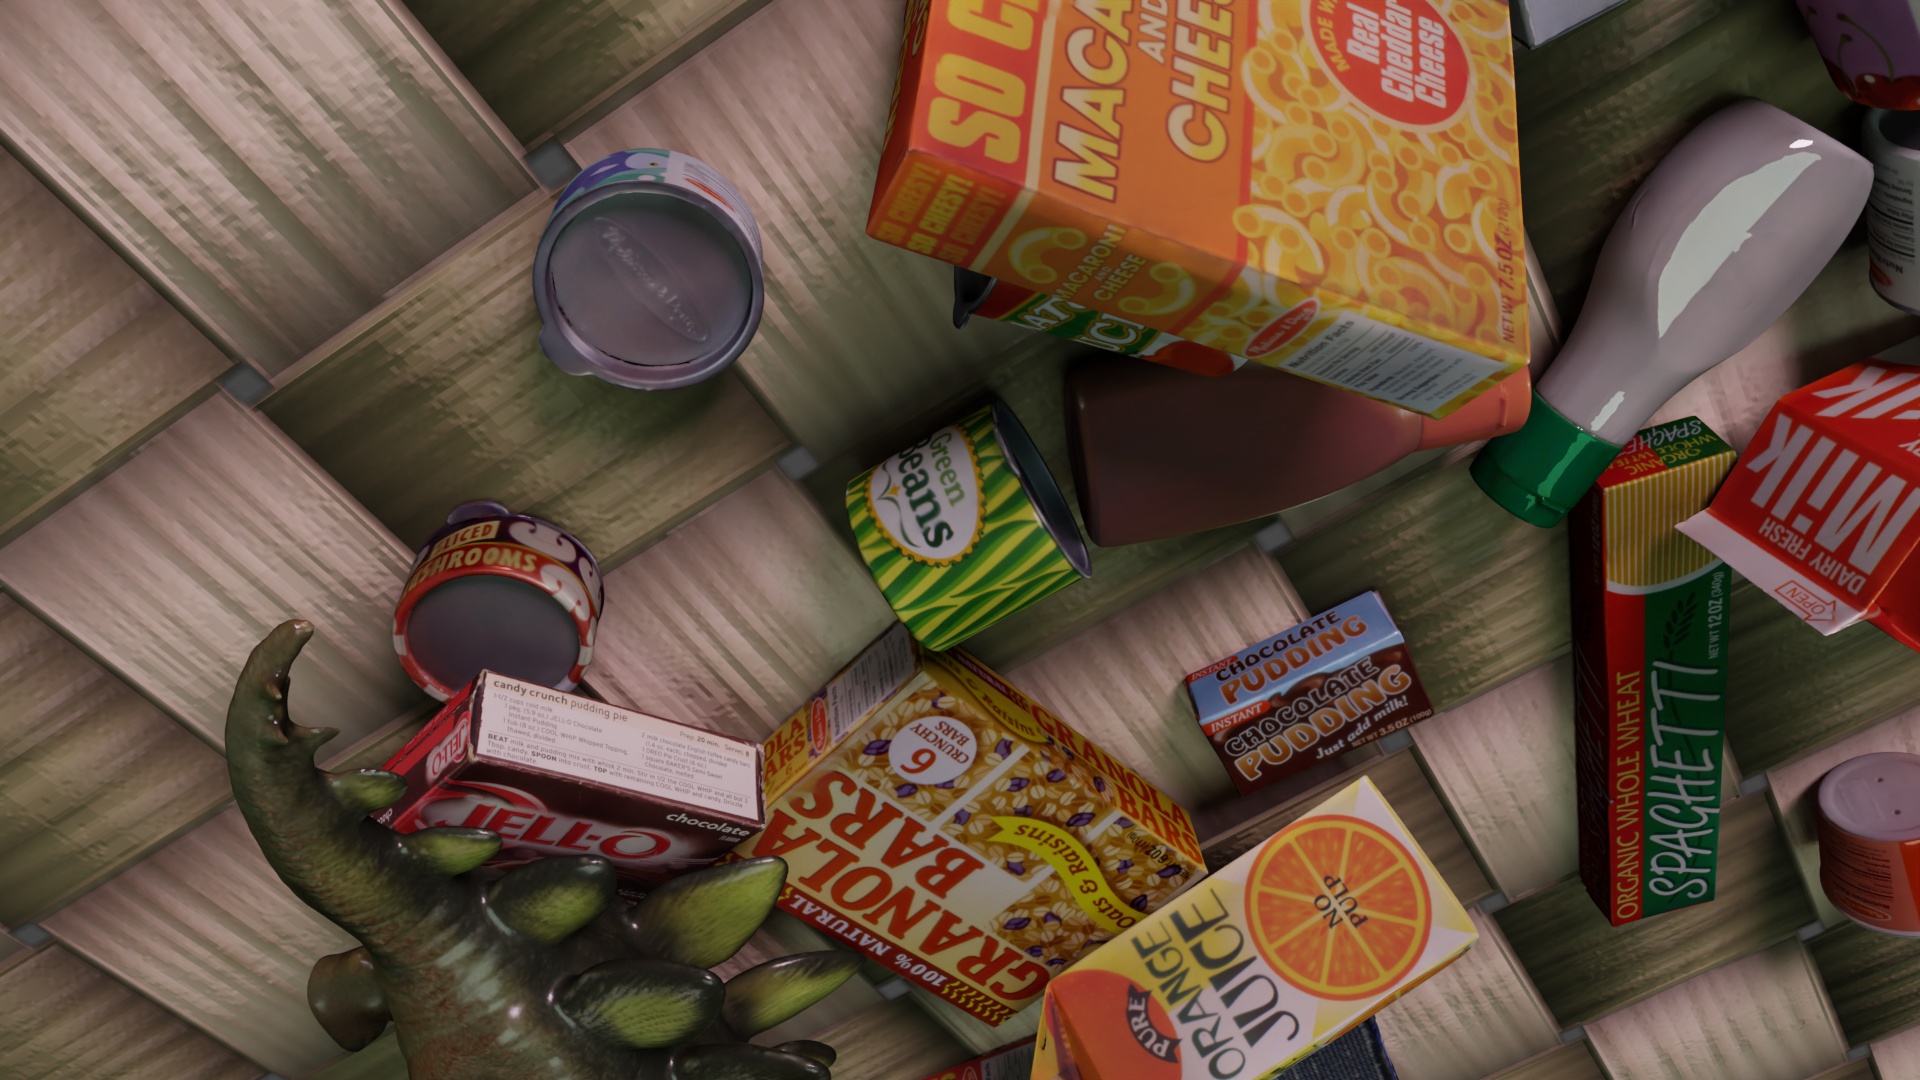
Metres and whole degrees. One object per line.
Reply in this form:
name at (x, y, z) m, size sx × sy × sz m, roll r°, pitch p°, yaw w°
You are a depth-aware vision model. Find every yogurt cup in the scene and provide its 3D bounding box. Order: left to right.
yogurt cup at (0.408, 0.129, 0.604) m, size 0.072 × 0.073 × 0.053 m, roll -25°, pitch 115°, yaw 9°

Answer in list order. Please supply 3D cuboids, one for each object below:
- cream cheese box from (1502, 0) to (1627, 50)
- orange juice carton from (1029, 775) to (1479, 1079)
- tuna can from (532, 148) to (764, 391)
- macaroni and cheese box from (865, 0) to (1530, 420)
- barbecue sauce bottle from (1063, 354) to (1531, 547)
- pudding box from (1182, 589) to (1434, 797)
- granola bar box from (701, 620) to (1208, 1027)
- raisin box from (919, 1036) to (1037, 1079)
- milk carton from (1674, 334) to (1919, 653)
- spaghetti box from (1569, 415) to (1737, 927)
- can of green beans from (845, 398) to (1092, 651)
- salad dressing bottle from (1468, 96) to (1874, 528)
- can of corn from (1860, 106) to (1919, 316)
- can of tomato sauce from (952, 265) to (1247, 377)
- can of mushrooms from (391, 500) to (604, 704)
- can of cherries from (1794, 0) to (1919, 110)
cream cheese box at (0.165, -0.195, 0.381) m, size 0.053 × 0.024 × 0.103 m, roll -26°, pitch 123°, yaw 10°
orange juice carton at (0.105, 0.182, 0.558) m, size 0.192 × 0.073 × 0.071 m, roll -34°, pitch 154°, yaw 3°
tuna can at (-0.094, -0.080, 0.417) m, size 0.071 × 0.033 × 0.070 m, roll -4°, pitch 123°, yaw -5°
macaroni and cheese box at (0.066, -0.112, 0.364) m, size 0.166 × 0.124 × 0.040 m, roll 15°, pitch 155°, yaw -16°
barbecue sauce bottle at (0.111, -0.040, 0.464) m, size 0.149 × 0.044 × 0.064 m, roll -11°, pitch 125°, yaw -1°
pudding box at (0.135, 0.060, 0.541) m, size 0.083 × 0.030 × 0.049 m, roll -26°, pitch 122°, yaw 9°
granola bar box at (-0.001, 0.119, 0.556) m, size 0.165 × 0.039 × 0.124 m, roll 38°, pitch 111°, yaw -27°
raisin box at (0.011, 0.295, 0.673) m, size 0.123 × 0.040 × 0.085 m, roll -23°, pitch 124°, yaw 9°
milk carton at (0.347, -0.025, 0.469) m, size 0.191 × 0.072 × 0.073 m, roll -23°, pitch 124°, yaw -5°
spaghetti box at (0.280, 0.065, 0.564) m, size 0.050 × 0.029 × 0.248 m, roll -16°, pitch 124°, yaw 4°
can of green beans at (0.003, -0.005, 0.459) m, size 0.058 × 0.071 × 0.071 m, roll -28°, pitch 122°, yaw 11°
salad dressing bottle at (0.229, -0.071, 0.461) m, size 0.064 × 0.044 × 0.147 m, roll 19°, pitch 120°, yaw -21°
can of corn at (0.322, -0.112, 0.431) m, size 0.071 × 0.071 × 0.058 m, roll -24°, pitch 123°, yaw 8°
can of tomato sauce at (0.047, -0.087, 0.410) m, size 0.083 × 0.071 × 0.070 m, roll 12°, pitch 121°, yaw -16°
can of mushrooms at (-0.159, 0.024, 0.476) m, size 0.071 × 0.033 × 0.070 m, roll -3°, pitch 124°, yaw -5°
can of cherries at (0.270, -0.166, 0.389) m, size 0.071 × 0.072 × 0.058 m, roll -40°, pitch 125°, yaw 18°
